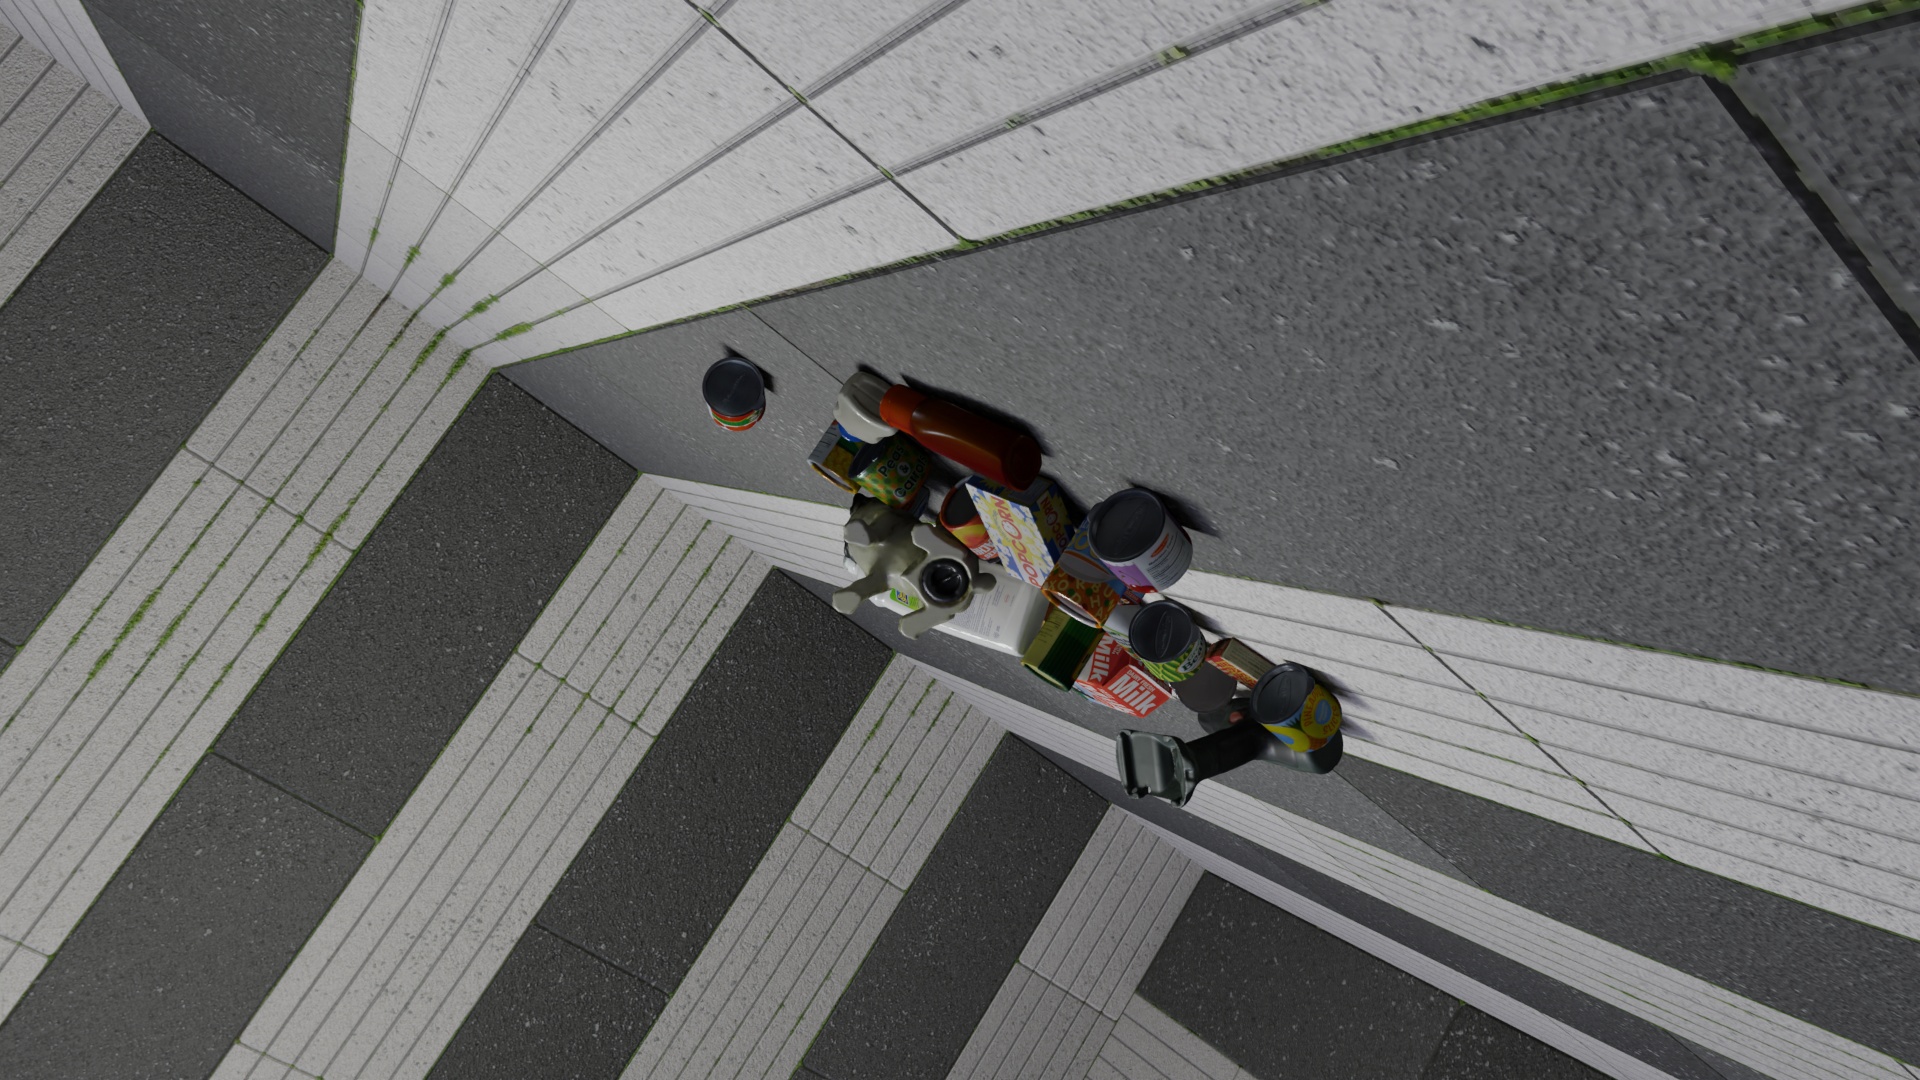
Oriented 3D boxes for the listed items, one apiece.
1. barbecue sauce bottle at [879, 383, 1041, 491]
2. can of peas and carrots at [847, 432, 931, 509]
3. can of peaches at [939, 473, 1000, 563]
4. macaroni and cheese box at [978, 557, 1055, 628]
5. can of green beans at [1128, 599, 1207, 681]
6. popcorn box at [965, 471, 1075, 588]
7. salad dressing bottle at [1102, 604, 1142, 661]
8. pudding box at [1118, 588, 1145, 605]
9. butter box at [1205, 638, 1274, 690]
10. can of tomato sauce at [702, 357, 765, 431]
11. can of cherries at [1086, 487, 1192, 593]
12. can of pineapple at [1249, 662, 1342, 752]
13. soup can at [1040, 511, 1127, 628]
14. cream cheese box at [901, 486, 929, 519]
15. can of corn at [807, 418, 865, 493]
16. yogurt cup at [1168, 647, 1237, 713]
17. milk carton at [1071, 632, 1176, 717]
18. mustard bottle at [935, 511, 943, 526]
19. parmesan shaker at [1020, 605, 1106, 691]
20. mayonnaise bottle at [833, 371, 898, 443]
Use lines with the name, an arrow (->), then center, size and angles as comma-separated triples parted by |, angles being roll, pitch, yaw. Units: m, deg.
barbecue sauce bottle -> -0.004, -0.091, 1.176 | 0.149, 0.044, 0.064 | 27, 168, 32
can of peas and carrots -> -0.070, -0.073, 1.397 | 0.058, 0.071, 0.071 | 36, 169, -21
can of peaches -> 0.022, -0.022, 1.346 | 0.058, 0.071, 0.071 | 42, 166, -36
macaroni and cheese box -> 0.048, 0.054, 1.708 | 0.167, 0.040, 0.123 | 29, 168, 21
can of green beans -> 0.205, 0.100, 1.368 | 0.071, 0.071, 0.057 | 26, 168, 32
popcorn box -> 0.064, -0.009, 1.277 | 0.085, 0.038, 0.126 | 24, 150, 43
salad dressing bottle -> 0.162, 0.074, 1.444 | 0.064, 0.044, 0.147 | 23, 166, 48
pudding box -> 0.138, 0.028, 1.341 | 0.083, 0.030, 0.049 | 35, 170, -12
butter box -> 0.296, 0.134, 1.372 | 0.103, 0.024, 0.053 | 33, 169, -2
can of tomato sauce -> -0.247, -0.160, 1.538 | 0.071, 0.071, 0.083 | 33, 170, -1
can of cherries -> 0.141, 0.000, 1.098 | 0.071, 0.071, 0.058 | 23, 167, 42
can of pineapple -> 0.316, 0.157, 1.301 | 0.058, 0.071, 0.071 | 39, 168, -29
soup can -> 0.119, 0.025, 1.231 | 0.071, 0.084, 0.071 | 32, 169, 7
cream cheese box -> -0.061, -0.031, 1.603 | 0.024, 0.053, 0.103 | 35, 170, 2
can of corn -> -0.121, -0.090, 1.496 | 0.071, 0.058, 0.071 | 32, 170, 7
yogurt cup -> 0.250, 0.144, 1.454 | 0.072, 0.072, 0.054 | 34, 177, -2
milk carton -> 0.188, 0.158, 1.678 | 0.072, 0.073, 0.190 | 37, 169, -20
mustard bottle -> 0.005, -0.018, 1.474 | 0.065, 0.049, 0.160 | 41, 169, -13
parmesan shaker -> 0.121, 0.112, 1.579 | 0.071, 0.103, 0.071 | 32, 170, 7
mayonnaise bottle -> -0.090, -0.120, 1.313 | 0.065, 0.041, 0.148 | 36, 171, -8
